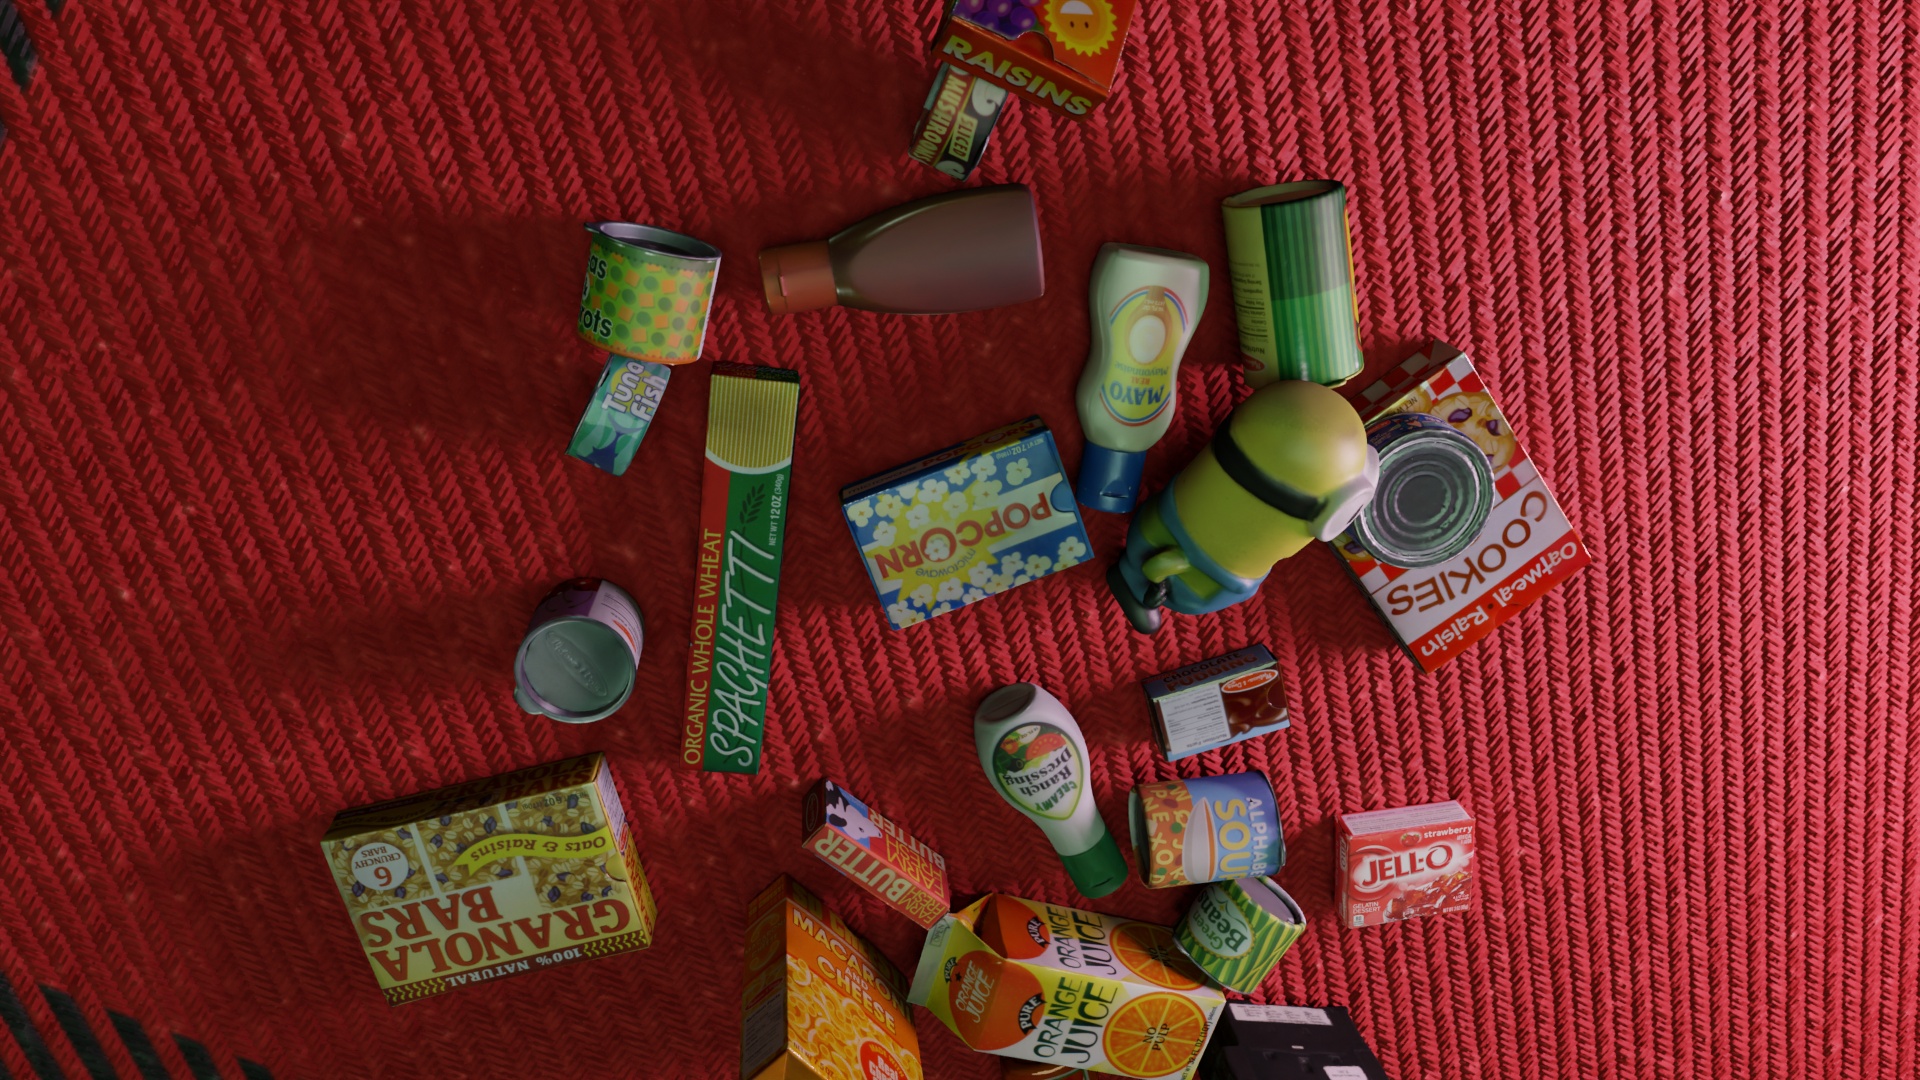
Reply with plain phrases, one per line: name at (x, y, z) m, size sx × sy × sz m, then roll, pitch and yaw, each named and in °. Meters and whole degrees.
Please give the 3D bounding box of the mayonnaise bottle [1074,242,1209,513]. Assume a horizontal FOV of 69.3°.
mayonnaise bottle at (0.096, -0.090, 0.784) m, size 0.065 × 0.041 × 0.147 m, roll 6°, pitch 109°, yaw -11°

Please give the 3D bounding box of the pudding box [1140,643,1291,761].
pudding box at (0.160, 0.102, 0.870) m, size 0.084 × 0.030 × 0.049 m, roll -17°, pitch 110°, yaw -1°

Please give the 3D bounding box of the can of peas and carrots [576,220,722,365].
can of peas and carrots at (-0.165, -0.130, 0.723) m, size 0.071 × 0.071 × 0.058 m, roll 12°, pitch 109°, yaw -11°

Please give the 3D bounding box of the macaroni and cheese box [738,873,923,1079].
macaroni and cheese box at (-0.076, 0.294, 0.838) m, size 0.040 × 0.167 × 0.123 m, roll -40°, pitch 110°, yaw 8°

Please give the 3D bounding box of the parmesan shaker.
parmesan shaker at (0.184, -0.140, 0.761) m, size 0.071 × 0.071 × 0.102 m, roll -13°, pitch 111°, yaw -2°

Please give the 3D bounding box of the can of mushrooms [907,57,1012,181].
can of mushrooms at (0.000, -0.219, 0.709) m, size 0.033 × 0.071 × 0.071 m, roll 22°, pitch 106°, yaw -12°

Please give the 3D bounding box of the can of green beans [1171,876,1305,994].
can of green beans at (0.182, 0.251, 0.908) m, size 0.071 × 0.071 × 0.057 m, roll 31°, pitch 104°, yaw -17°

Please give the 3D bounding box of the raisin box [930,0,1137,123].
raisin box at (0.045, -0.279, 0.678) m, size 0.086 × 0.040 × 0.123 m, roll 21°, pitch 75°, yaw -14°

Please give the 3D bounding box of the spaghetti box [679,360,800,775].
spaghetti box at (-0.129, 0.022, 0.805) m, size 0.050 × 0.029 × 0.249 m, roll 6°, pitch 109°, yaw -8°

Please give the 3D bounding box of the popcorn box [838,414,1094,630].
popcorn box at (0.003, -0.010, 0.804) m, size 0.127 × 0.038 × 0.085 m, roll -20°, pitch 110°, yaw 1°

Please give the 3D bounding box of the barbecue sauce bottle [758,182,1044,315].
barbecue sauce bottle at (-0.032, -0.150, 0.746) m, size 0.149 × 0.044 × 0.064 m, roll -10°, pitch 111°, yaw -3°

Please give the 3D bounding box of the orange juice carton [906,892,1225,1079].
orange juice carton at (0.065, 0.289, 0.904) m, size 0.193 × 0.073 × 0.071 m, roll 14°, pitch 108°, yaw -11°

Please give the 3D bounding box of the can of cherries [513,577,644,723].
can of cherries at (-0.218, 0.063, 0.793) m, size 0.071 × 0.058 × 0.071 m, roll -3°, pitch 112°, yaw -7°

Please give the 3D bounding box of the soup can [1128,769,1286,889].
soup can at (0.154, 0.184, 0.877) m, size 0.084 × 0.071 × 0.071 m, roll -6°, pitch 111°, yaw -5°

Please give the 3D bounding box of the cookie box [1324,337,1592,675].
cookie box at (0.284, -0.017, 0.835) m, size 0.123 × 0.040 × 0.167 m, roll -37°, pitch 110°, yaw 7°

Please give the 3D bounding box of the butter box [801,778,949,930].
butter box at (-0.052, 0.195, 0.866) m, size 0.103 × 0.053 × 0.024 m, roll 38°, pitch 104°, yaw -18°

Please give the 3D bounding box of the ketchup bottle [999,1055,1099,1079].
ketchup bottle at (0.071, 0.408, 0.965) m, size 0.065 × 0.044 × 0.148 m, roll -13°, pitch 112°, yaw -2°

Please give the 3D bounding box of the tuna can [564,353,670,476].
tuna can at (-0.182, -0.071, 0.742) m, size 0.033 × 0.071 × 0.071 m, roll 25°, pitch 106°, yaw -17°

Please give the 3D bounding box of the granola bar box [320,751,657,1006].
granola bar box at (-0.284, 0.208, 0.849) m, size 0.166 × 0.039 × 0.123 m, roll -13°, pitch 112°, yaw -2°

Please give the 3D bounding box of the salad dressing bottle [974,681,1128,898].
salad dressing bottle at (0.060, 0.159, 0.871) m, size 0.064 × 0.044 × 0.147 m, roll -28°, pitch 111°, yaw 3°
